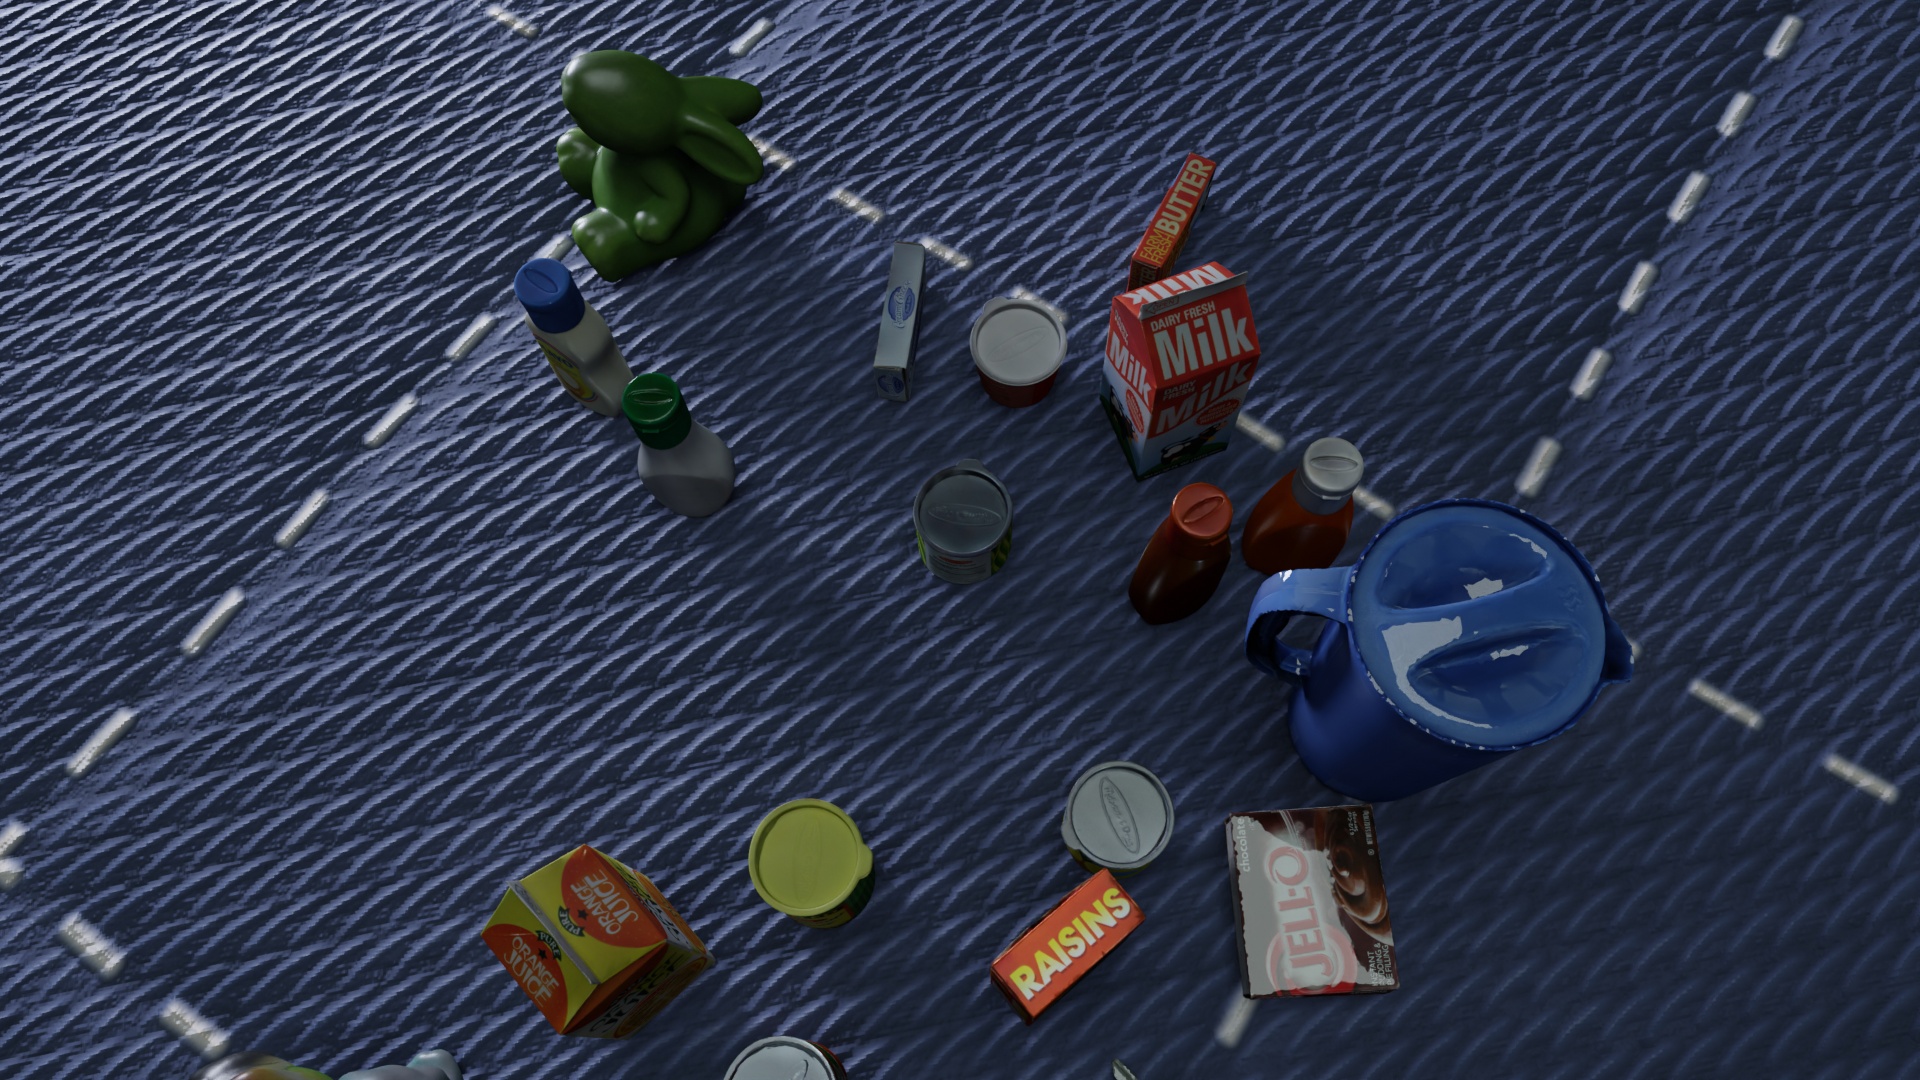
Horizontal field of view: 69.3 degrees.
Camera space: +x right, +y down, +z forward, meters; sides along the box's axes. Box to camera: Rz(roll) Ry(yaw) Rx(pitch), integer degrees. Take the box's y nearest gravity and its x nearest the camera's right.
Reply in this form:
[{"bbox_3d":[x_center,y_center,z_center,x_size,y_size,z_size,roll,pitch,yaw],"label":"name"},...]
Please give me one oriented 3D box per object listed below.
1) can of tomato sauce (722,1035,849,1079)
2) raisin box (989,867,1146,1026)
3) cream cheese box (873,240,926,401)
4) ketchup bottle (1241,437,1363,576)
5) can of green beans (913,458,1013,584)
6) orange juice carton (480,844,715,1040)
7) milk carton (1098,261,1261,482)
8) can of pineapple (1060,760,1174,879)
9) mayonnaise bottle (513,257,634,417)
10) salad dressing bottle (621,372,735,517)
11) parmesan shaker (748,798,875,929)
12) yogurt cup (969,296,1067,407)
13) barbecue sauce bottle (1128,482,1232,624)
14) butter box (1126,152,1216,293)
[{"bbox_3d":[-0.097,0.323,0.803,0.071,0.082,0.071,0,69,1],"label":"can of tomato sauce"},{"bbox_3d":[0.060,0.239,0.811,0.086,0.123,0.040,-37,73,-12],"label":"raisin box"},{"bbox_3d":[-0.042,-0.158,1.003,0.024,0.053,0.104,6,69,4],"label":"cream cheese box"},{"bbox_3d":[0.224,-0.019,0.894,0.065,0.148,0.044,3,69,2],"label":"ketchup bottle"},{"bbox_3d":[0.003,-0.010,0.943,0.071,0.057,0.071,0,69,1],"label":"can of green beans"},{"bbox_3d":[-0.204,0.229,0.783,0.073,0.192,0.072,-41,74,-13],"label":"orange juice carton"},{"bbox_3d":[0.142,-0.116,0.911,0.072,0.190,0.073,-20,70,-6],"label":"milk carton"},{"bbox_3d":[0.096,0.176,0.870,0.071,0.057,0.071,0,69,1],"label":"can of pineapple"},{"bbox_3d":[-0.265,-0.139,0.950,0.065,0.147,0.041,34,74,13],"label":"mayonnaise bottle"},{"bbox_3d":[-0.188,-0.062,0.919,0.064,0.147,0.044,1,69,2],"label":"salad dressing bottle"},{"bbox_3d":[-0.084,0.199,0.840,0.071,0.102,0.071,0,69,1],"label":"parmesan shaker"},{"bbox_3d":[0.041,-0.130,0.991,0.072,0.053,0.072,0,69,1],"label":"yogurt cup"},{"bbox_3d":[0.144,0.008,0.885,0.065,0.148,0.044,-29,72,-9],"label":"barbecue sauce bottle"},{"bbox_3d":[0.156,-0.231,1.028,0.024,0.053,0.104,25,72,10],"label":"butter box"}]
